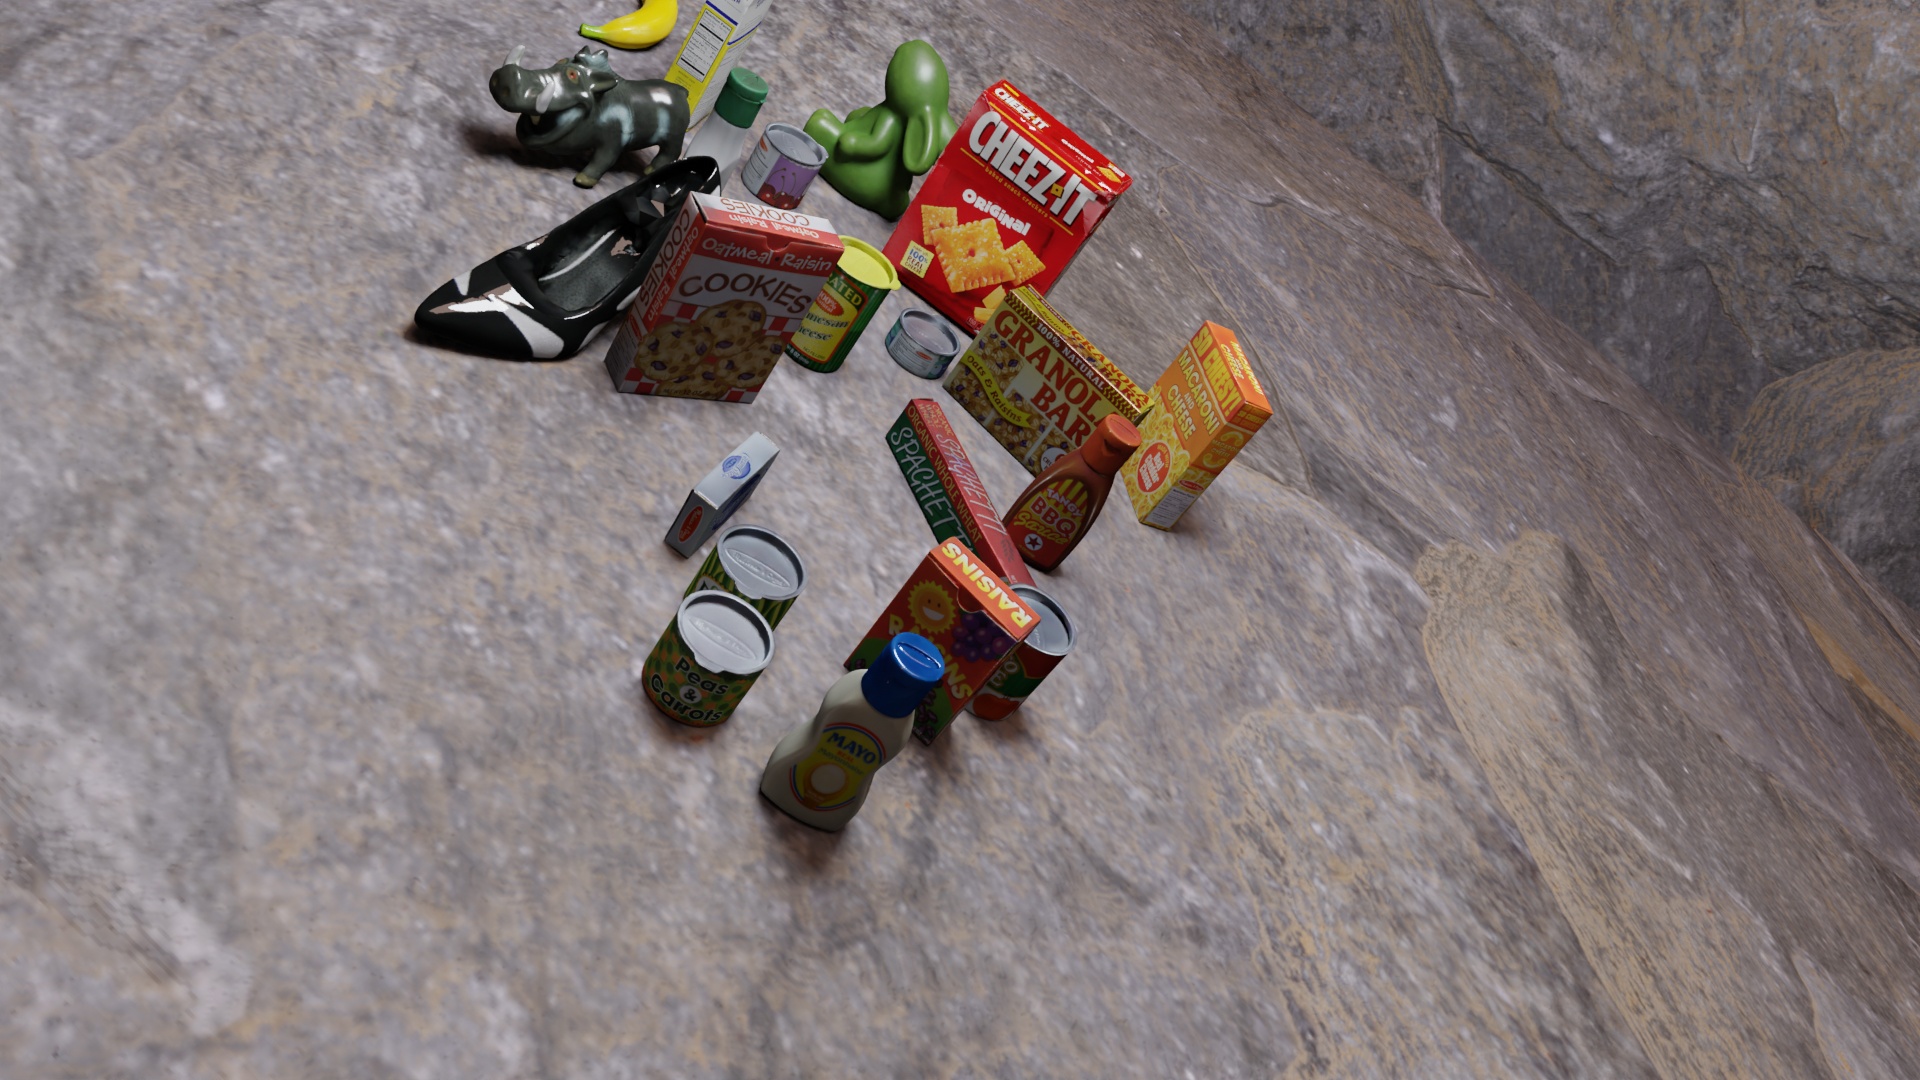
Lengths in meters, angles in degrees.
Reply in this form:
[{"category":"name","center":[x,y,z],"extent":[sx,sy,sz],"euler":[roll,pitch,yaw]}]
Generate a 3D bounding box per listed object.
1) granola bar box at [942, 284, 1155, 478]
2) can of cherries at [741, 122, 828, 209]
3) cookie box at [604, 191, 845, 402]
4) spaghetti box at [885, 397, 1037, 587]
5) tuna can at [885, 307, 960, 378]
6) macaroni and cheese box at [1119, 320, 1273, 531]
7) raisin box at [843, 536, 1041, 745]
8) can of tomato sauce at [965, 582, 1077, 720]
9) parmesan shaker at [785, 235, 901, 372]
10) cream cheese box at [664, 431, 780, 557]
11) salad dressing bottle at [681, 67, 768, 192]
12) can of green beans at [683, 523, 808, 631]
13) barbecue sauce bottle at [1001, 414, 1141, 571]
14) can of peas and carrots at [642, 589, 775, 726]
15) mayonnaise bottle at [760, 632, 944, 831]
[{"category":"granola bar box","center":[0.080,-0.134,1.280],"extent":[0.166,0.123,0.039],"euler":[45,34,11]},{"category":"can of cherries","center":[-0.175,-0.372,1.386],"extent":[0.071,0.058,0.072],"euler":[25,36,-19]},{"category":"cookie box","center":[-0.179,-0.179,1.056],"extent":[0.123,0.166,0.040],"euler":[1,49,-42]},{"category":"spaghetti box","center":[0.004,-0.014,1.135],"extent":[0.029,0.050,0.251],"euler":[4,46,-40]},{"category":"tuna can","center":[-0.035,-0.188,1.320],"extent":[0.071,0.032,0.071],"euler":[24,36,-19]},{"category":"macaroni and cheese box","center":[0.219,-0.110,1.342],"extent":[0.040,0.165,0.124],"euler":[17,39,-29]},{"category":"raisin box","center":[-0.014,0.070,0.954],"extent":[0.086,0.122,0.040],"euler":[44,34,9]},{"category":"can of tomato sauce","center":[0.034,0.083,1.019],"extent":[0.071,0.082,0.071],"euler":[25,36,-19]},{"category":"parmesan shaker","center":[-0.106,-0.202,1.208],"extent":[0.071,0.102,0.072],"euler":[25,36,-19]},{"category":"cream cheese box","center":[-0.170,-0.034,0.996],"extent":[0.024,0.053,0.104],"euler":[37,34,-2]},{"category":"salad dressing bottle","center":[-0.218,-0.351,1.240],"extent":[0.044,0.147,0.064],"euler":[36,34,-3]},{"category":"can of green beans","center":[-0.145,0.032,0.937],"extent":[0.071,0.057,0.071],"euler":[25,36,-19]},{"category":"barbecue sauce bottle","center":[0.095,-0.042,1.164],"extent":[0.065,0.147,0.044],"euler":[38,34,0]},{"category":"can of peas and carrots","center":[-0.159,0.076,0.872],"extent":[0.071,0.058,0.071],"euler":[25,36,-19]},{"category":"mayonnaise bottle","center":[-0.062,0.114,0.836],"extent":[0.065,0.147,0.041],"euler":[32,34,-10]}]
